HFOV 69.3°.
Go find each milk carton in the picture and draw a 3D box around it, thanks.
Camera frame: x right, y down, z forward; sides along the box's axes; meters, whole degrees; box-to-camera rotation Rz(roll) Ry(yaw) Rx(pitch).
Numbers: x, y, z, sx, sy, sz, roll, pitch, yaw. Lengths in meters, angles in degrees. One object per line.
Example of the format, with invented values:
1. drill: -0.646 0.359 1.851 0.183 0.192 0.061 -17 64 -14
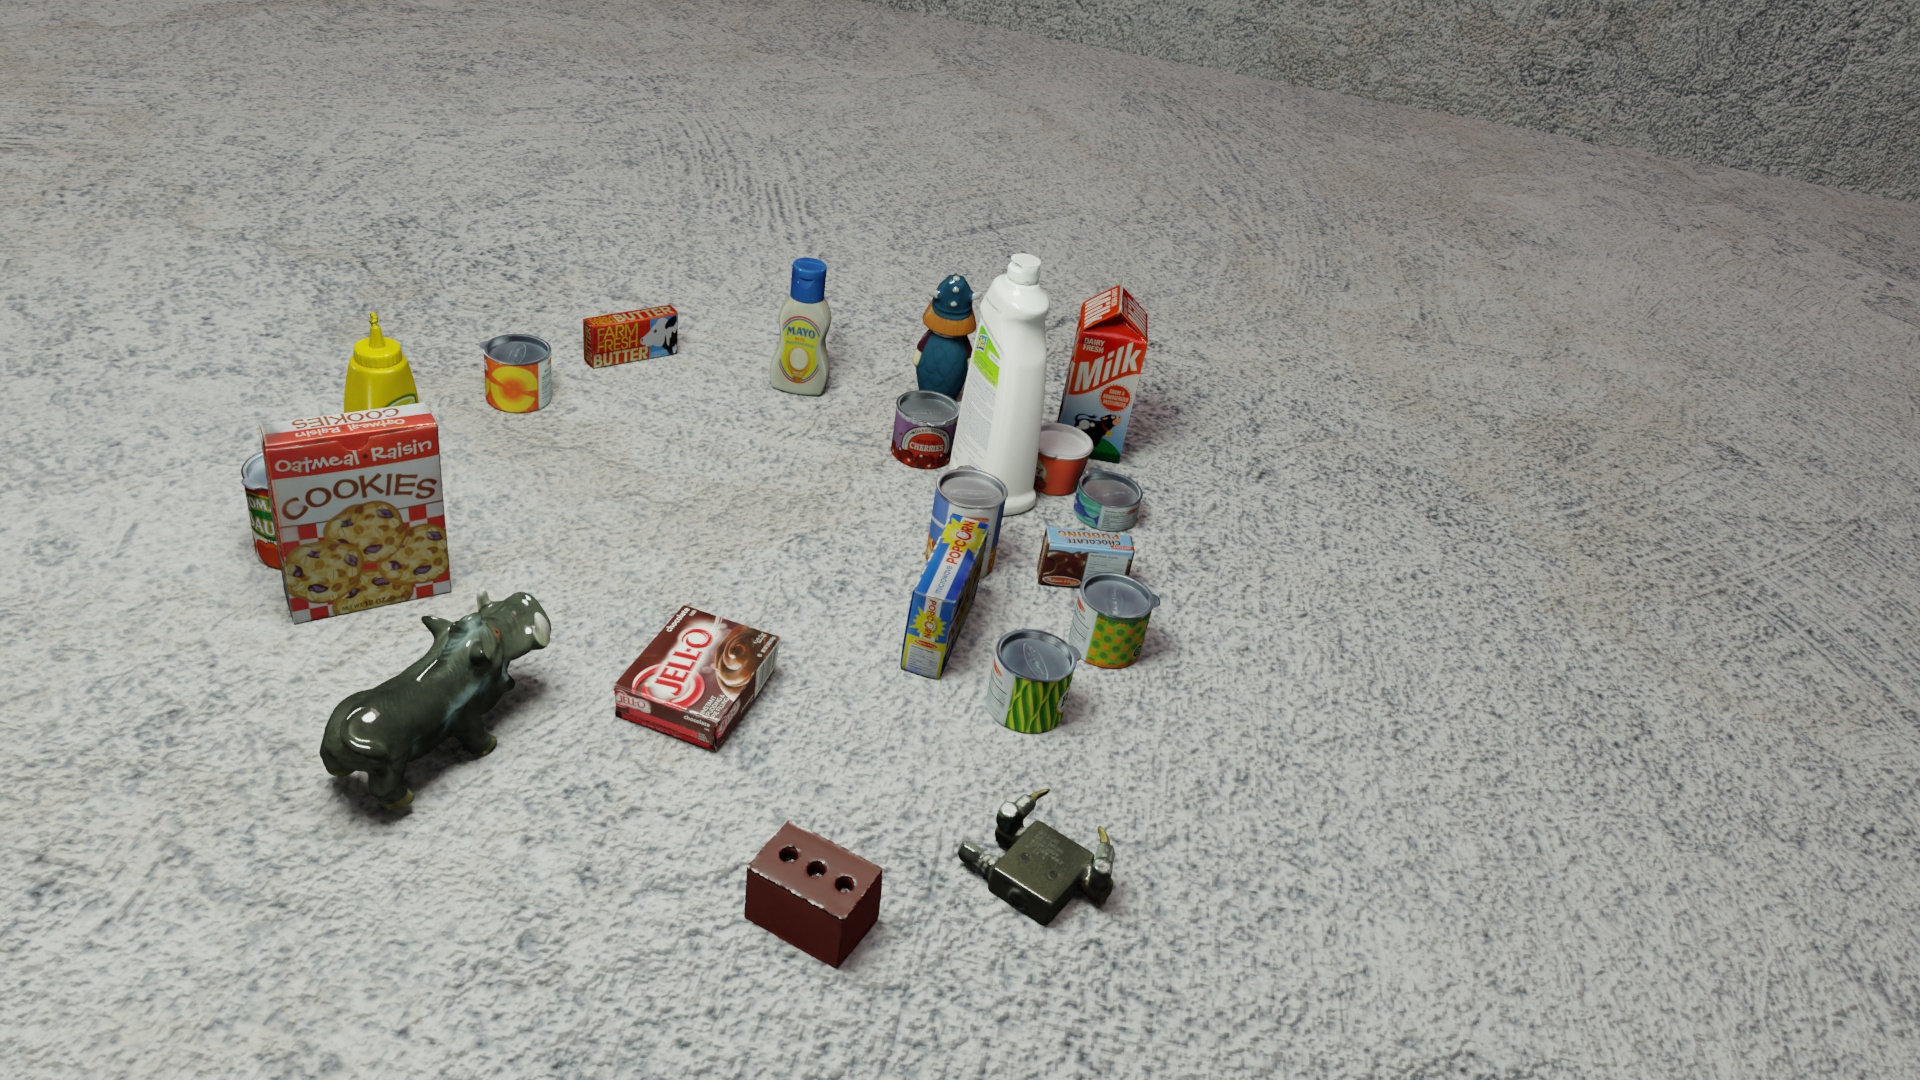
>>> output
1. milk carton: 0.153 -0.184 1.473 0.073 0.189 0.073 10 34 0

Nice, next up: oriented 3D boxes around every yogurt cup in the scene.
1. yogurt cup: 0.099 -0.083 1.434 0.072 0.053 0.073 7 34 -5

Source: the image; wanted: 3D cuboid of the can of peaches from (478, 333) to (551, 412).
1. can of peaches: -0.453 -0.171 1.416 0.071 0.057 0.071 7 34 -5

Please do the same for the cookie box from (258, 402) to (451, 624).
1. cookie box: -0.475 -0.021 1.098 0.123 0.166 0.040 -13 40 -30

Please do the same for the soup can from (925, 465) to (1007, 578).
1. soup can: 0.005 -0.016 1.287 0.071 0.083 0.072 7 34 -5

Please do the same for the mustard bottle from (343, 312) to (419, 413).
1. mustard bottle: -0.522 -0.130 1.250 0.049 0.159 0.065 22 36 18

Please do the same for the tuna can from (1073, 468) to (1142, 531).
1. tuna can: 0.147 -0.041 1.405 0.071 0.032 0.071 7 34 -5

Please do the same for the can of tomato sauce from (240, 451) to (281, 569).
1. can of tomato sauce: -0.558 -0.026 1.157 0.071 0.082 0.071 7 34 -5

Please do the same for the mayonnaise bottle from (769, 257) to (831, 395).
1. mayonnaise bottle: -0.169 -0.229 1.495 0.065 0.147 0.041 10 34 0

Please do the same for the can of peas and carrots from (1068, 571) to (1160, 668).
1. can of peas and carrots: 0.134 0.070 1.218 0.071 0.058 0.071 7 34 -5

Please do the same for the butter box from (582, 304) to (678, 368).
1. butter box: -0.360 -0.224 1.521 0.104 0.052 0.024 -16 42 -33

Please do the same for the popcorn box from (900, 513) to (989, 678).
1. popcorn box: -0.013 0.046 1.191 0.038 0.084 0.127 15 34 7

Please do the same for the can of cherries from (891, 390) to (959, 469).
1. can of cherries: -0.037 -0.114 1.440 0.071 0.058 0.072 7 34 -5

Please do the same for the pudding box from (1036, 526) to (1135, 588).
1. pudding box: 0.116 0.018 1.297 0.084 0.049 0.030 5 34 -7

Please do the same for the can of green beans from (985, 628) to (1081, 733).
1. can of green beans: 0.057 0.115 1.134 0.071 0.057 0.071 7 34 -5
